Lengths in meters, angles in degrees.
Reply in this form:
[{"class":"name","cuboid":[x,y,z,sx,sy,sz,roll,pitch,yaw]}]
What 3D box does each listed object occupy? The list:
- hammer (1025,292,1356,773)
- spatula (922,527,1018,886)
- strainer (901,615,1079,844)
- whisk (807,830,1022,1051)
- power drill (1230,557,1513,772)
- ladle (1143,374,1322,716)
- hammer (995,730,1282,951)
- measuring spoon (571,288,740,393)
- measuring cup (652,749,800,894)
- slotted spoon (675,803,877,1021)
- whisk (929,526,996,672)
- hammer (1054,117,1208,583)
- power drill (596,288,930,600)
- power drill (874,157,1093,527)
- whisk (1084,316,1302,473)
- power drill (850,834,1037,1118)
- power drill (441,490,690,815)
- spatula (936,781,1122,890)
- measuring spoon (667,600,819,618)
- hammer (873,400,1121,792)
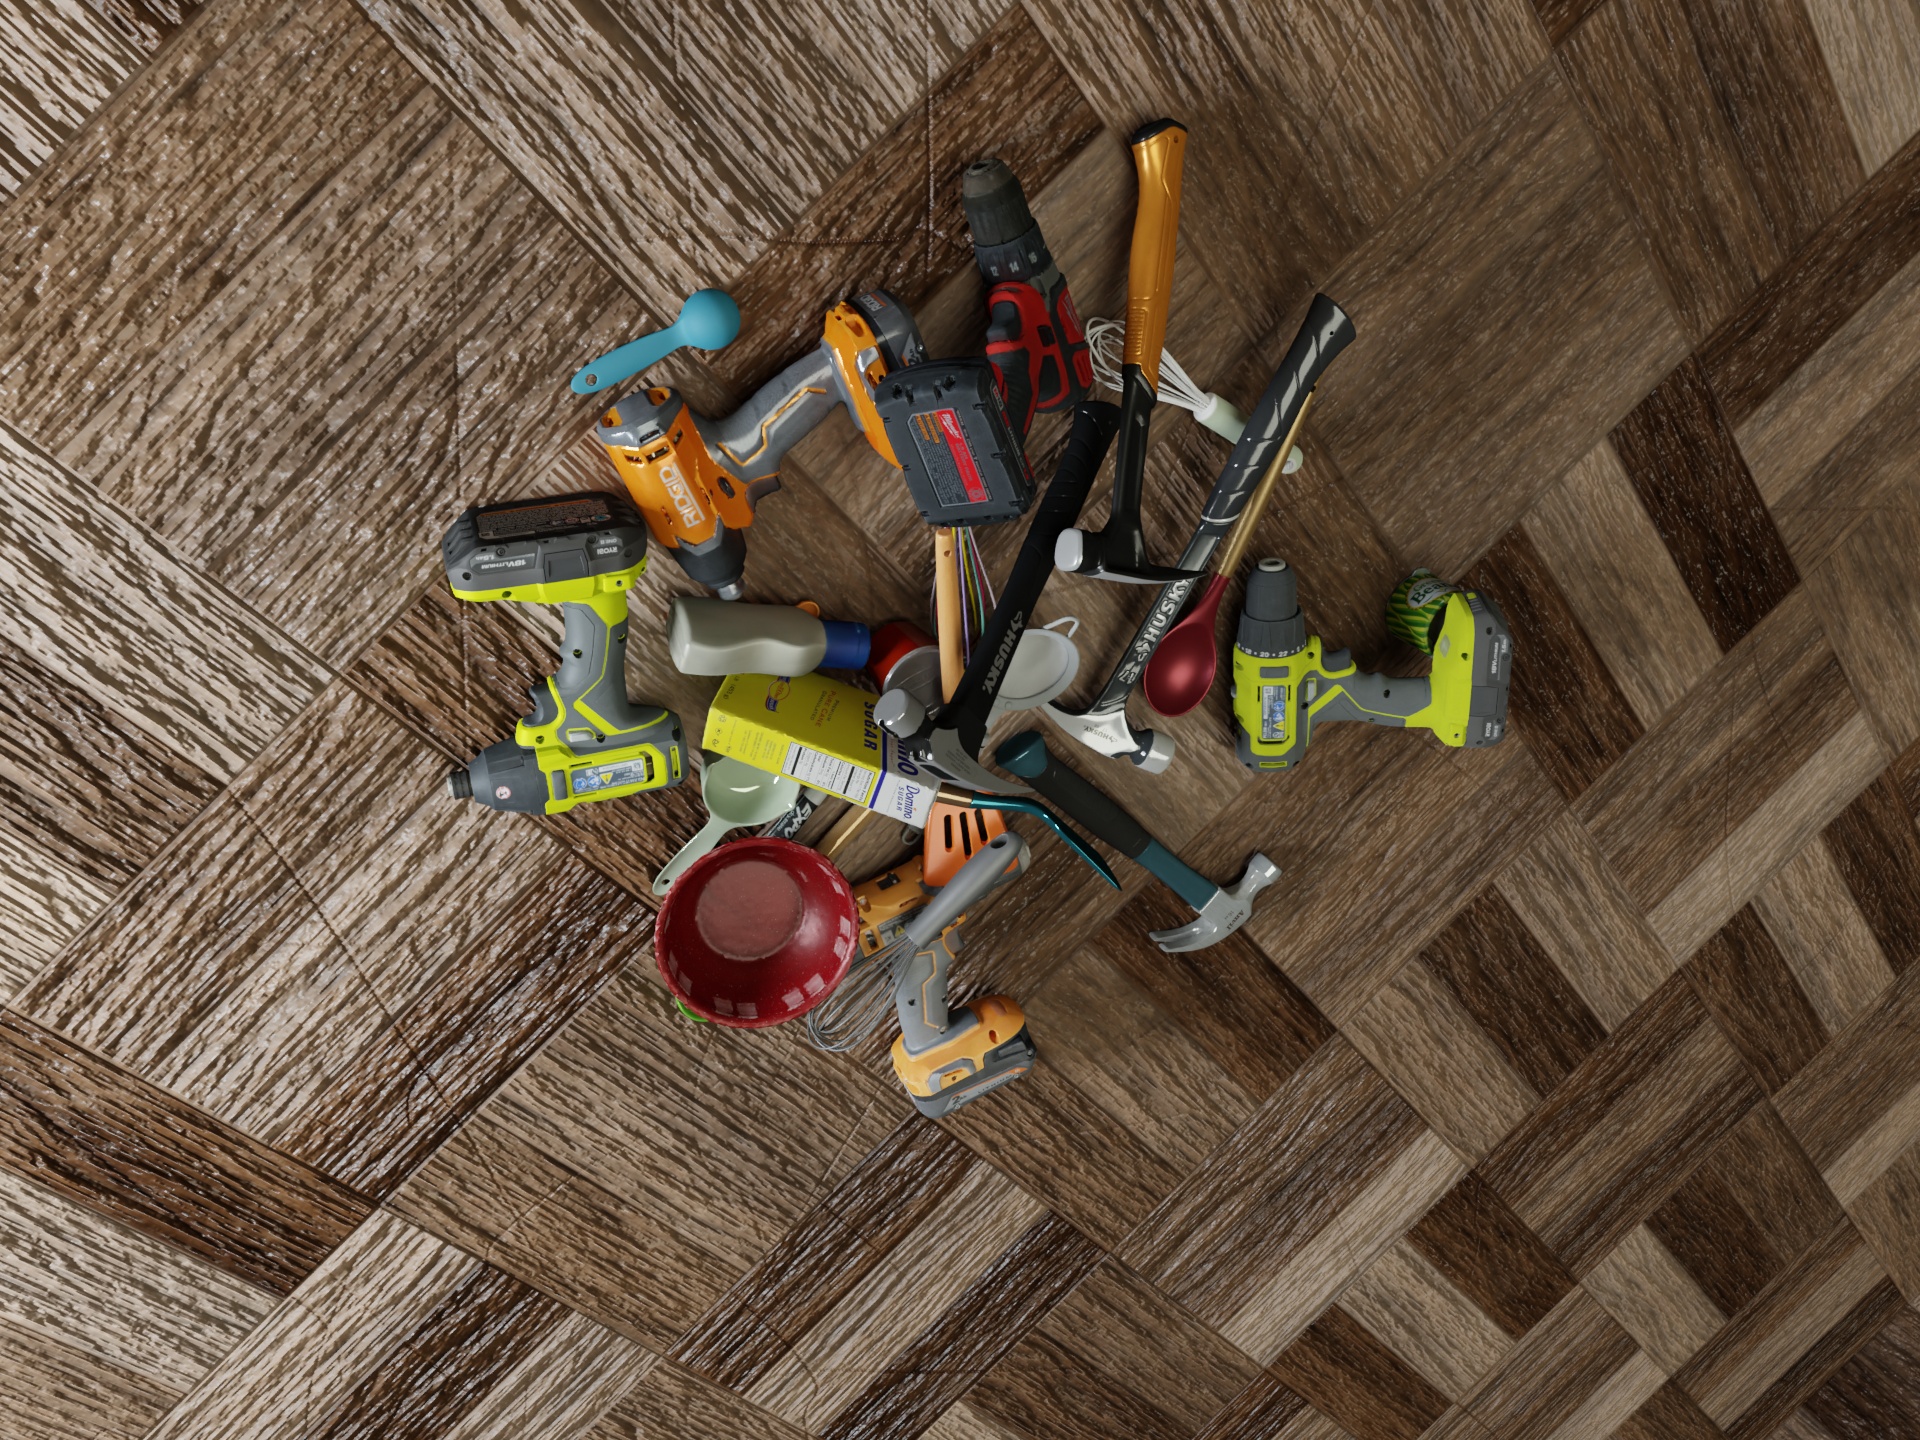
[{"class":"hammer","cuboid":[0.194,-0.150,1.278,0.149,0.036,0.409,22,110,-18]},{"class":"spatula","cuboid":[-0.002,-0.004,1.233,0.081,0.041,0.322,-10,129,-8]},{"class":"strainer","cuboid":[0.017,0.005,1.296,0.086,0.050,0.258,18,118,-31]},{"class":"whisk","cuboid":[-0.035,0.177,1.287,0.239,0.055,0.055,-46,123,1]},{"class":"power drill","cuboid":[0.349,-0.052,1.374,0.228,0.080,0.190,-2,118,6]},{"class":"ladle","cuboid":[0.228,-0.144,1.320,0.069,0.031,0.315,10,116,-25]},{"class":"hammer","cuboid":[0.153,0.104,1.424,0.330,0.033,0.128,38,94,-33]},{"class":"measuring spoon","cuboid":[-0.208,-0.255,1.093,0.128,0.021,0.042,-30,122,-10]},{"class":"measuring cup","cuboid":[-0.194,0.073,1.257,0.083,0.038,0.167,29,114,-33]},{"class":"slotted spoon","cuboid":[-0.122,0.122,1.313,0.314,0.031,0.070,-47,120,1]},{"class":"whisk","cuboid":[-0.003,-0.153,1.230,0.047,0.051,0.244,-23,119,-38]},{"class":"hammer","cuboid":[0.141,-0.269,1.172,0.127,0.034,0.337,4,92,-36]},{"class":"power drill","cuboid":[-0.122,-0.191,1.132,0.226,0.084,0.164,-27,124,-6]},{"class":"power drill","cuboid":[0.021,-0.261,1.097,0.080,0.227,0.187,-3,130,27]},{"class":"whisk","cuboid":[0.188,-0.253,1.263,0.246,0.059,0.058,22,140,-35]},{"class":"power drill","cuboid":[-0.003,0.213,1.381,0.185,0.084,0.226,-25,117,-11]},{"class":"power drill","cuboid":[-0.290,-0.039,1.131,0.171,0.080,0.223,-11,121,-17]},{"class":"spatula","cuboid":[-0.020,0.066,1.234,0.317,0.082,0.044,14,105,-14]},{"class":"measuring spoon","cuboid":[-0.165,-0.082,1.206,0.117,0.011,0.021,-3,123,-19]},{"class":"hammer","cuboid":[0.053,-0.101,1.188,0.146,0.035,0.335,41,64,-38]}]
